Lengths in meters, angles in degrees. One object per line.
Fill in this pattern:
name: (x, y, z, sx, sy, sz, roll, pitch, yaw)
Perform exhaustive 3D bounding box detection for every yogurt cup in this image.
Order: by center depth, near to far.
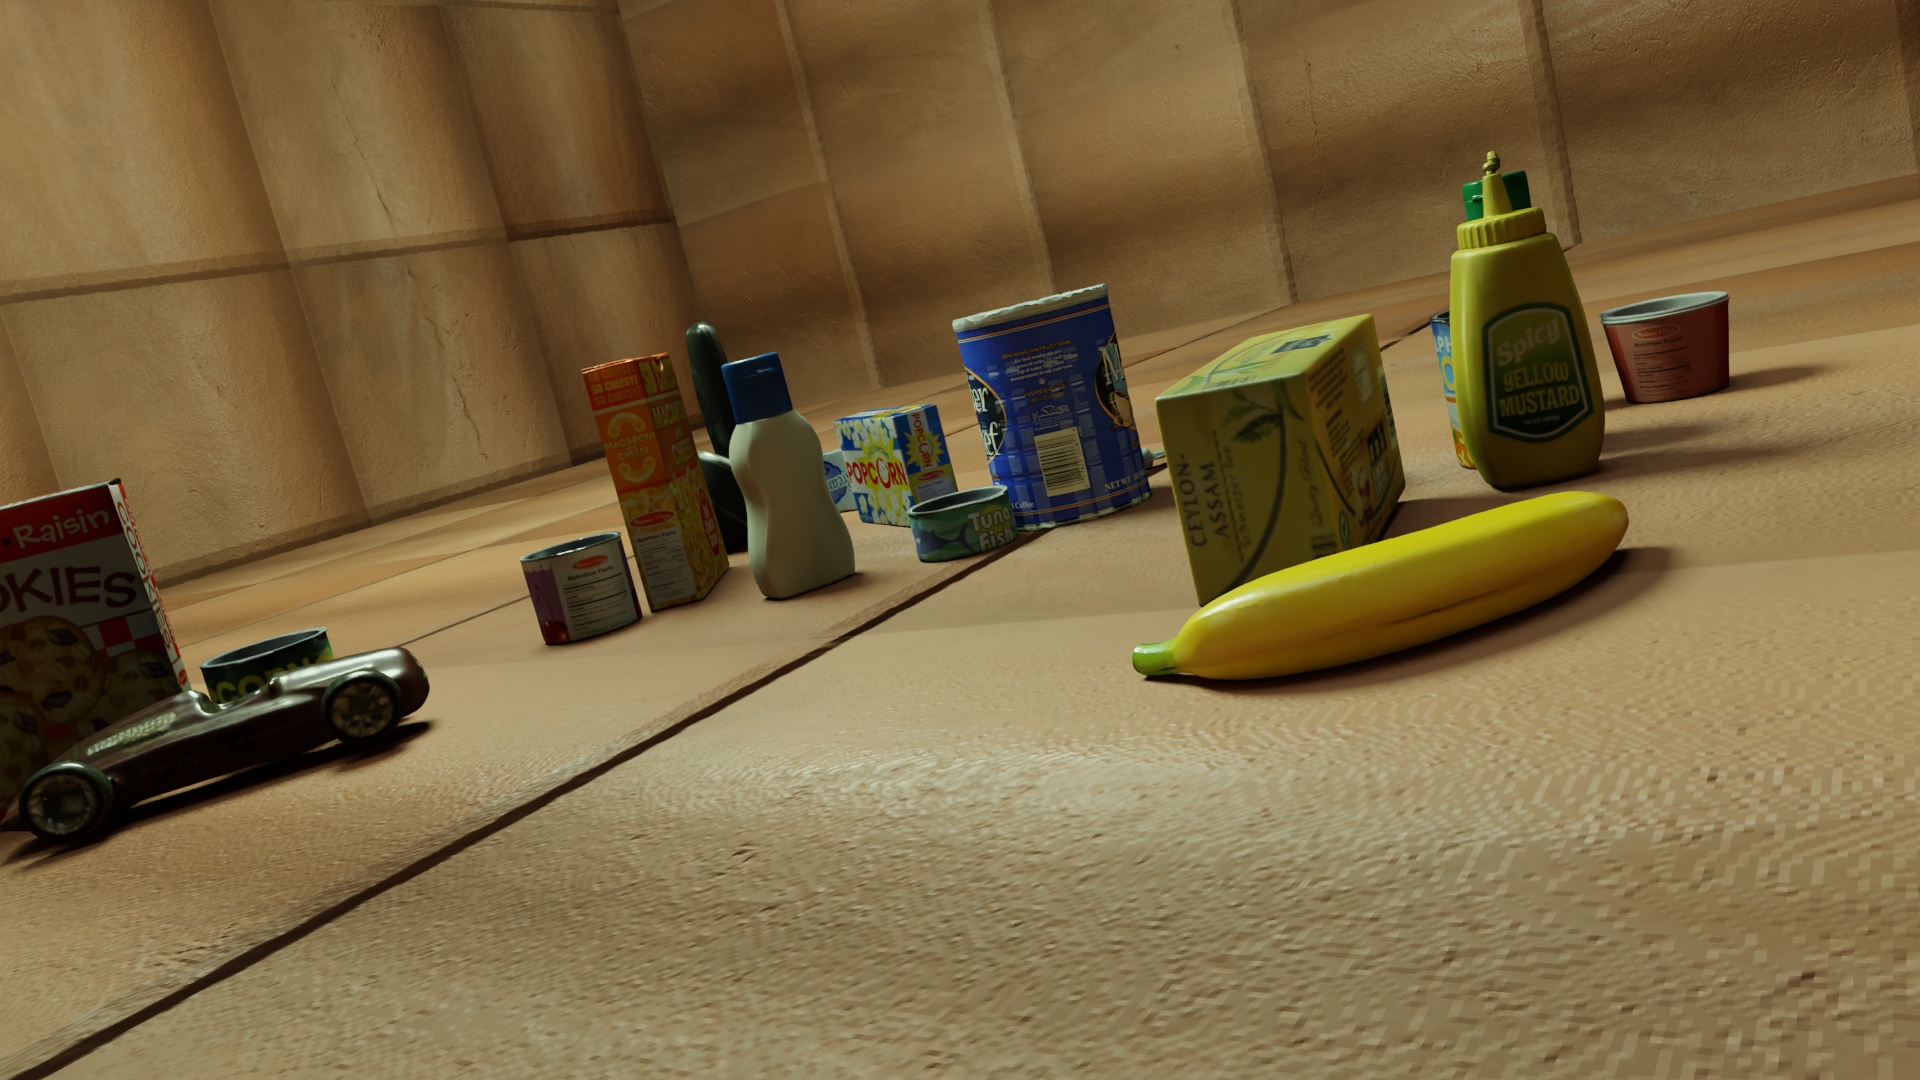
yogurt cup: (0.415, -0.112, 0.811, 0.072, 0.054, 0.072, -13, 9, 2)

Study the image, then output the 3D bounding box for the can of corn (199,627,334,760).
can of corn: (-0.380, 0.087, 0.774, 0.071, 0.058, 0.071, -13, 9, 2)

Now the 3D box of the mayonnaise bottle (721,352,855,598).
mayonnaise bottle: (-0.112, -0.042, 0.867, 0.065, 0.147, 0.041, -19, 11, -31)

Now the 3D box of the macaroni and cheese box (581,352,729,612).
macaroni and cheese box: (-0.209, -0.046, 0.971, 0.040, 0.166, 0.124, -14, 9, 1)

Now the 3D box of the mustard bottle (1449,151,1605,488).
mustard bottle: (0.267, -0.107, 0.671, 0.065, 0.160, 0.049, -12, 9, 10)

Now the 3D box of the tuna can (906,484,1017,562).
tuna can: (0.003, -0.011, 0.872, 0.071, 0.032, 0.071, -13, 9, 2)

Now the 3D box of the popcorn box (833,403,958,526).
popcorn box: (-0.049, -0.057, 1.054, 0.038, 0.085, 0.126, -18, 10, -23)

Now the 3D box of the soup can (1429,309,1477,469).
soup can: (0.291, -0.085, 0.742, 0.071, 0.083, 0.071, -13, 9, 2)

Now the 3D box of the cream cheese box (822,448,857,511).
cream cheese box: (-0.117, -0.050, 1.208, 0.103, 0.053, 0.024, -7, 11, 34)

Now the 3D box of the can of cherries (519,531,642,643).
can of cherries: (-0.249, 0.031, 0.913, 0.071, 0.058, 0.071, -13, 9, 2)

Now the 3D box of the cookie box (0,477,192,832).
cookie box: (-0.500, 0.063, 0.754, 0.123, 0.167, 0.040, -17, 10, -21)

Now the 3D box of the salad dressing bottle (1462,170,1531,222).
salad dressing bottle: (0.335, -0.146, 0.838, 0.044, 0.147, 0.064, -21, 11, -38)
